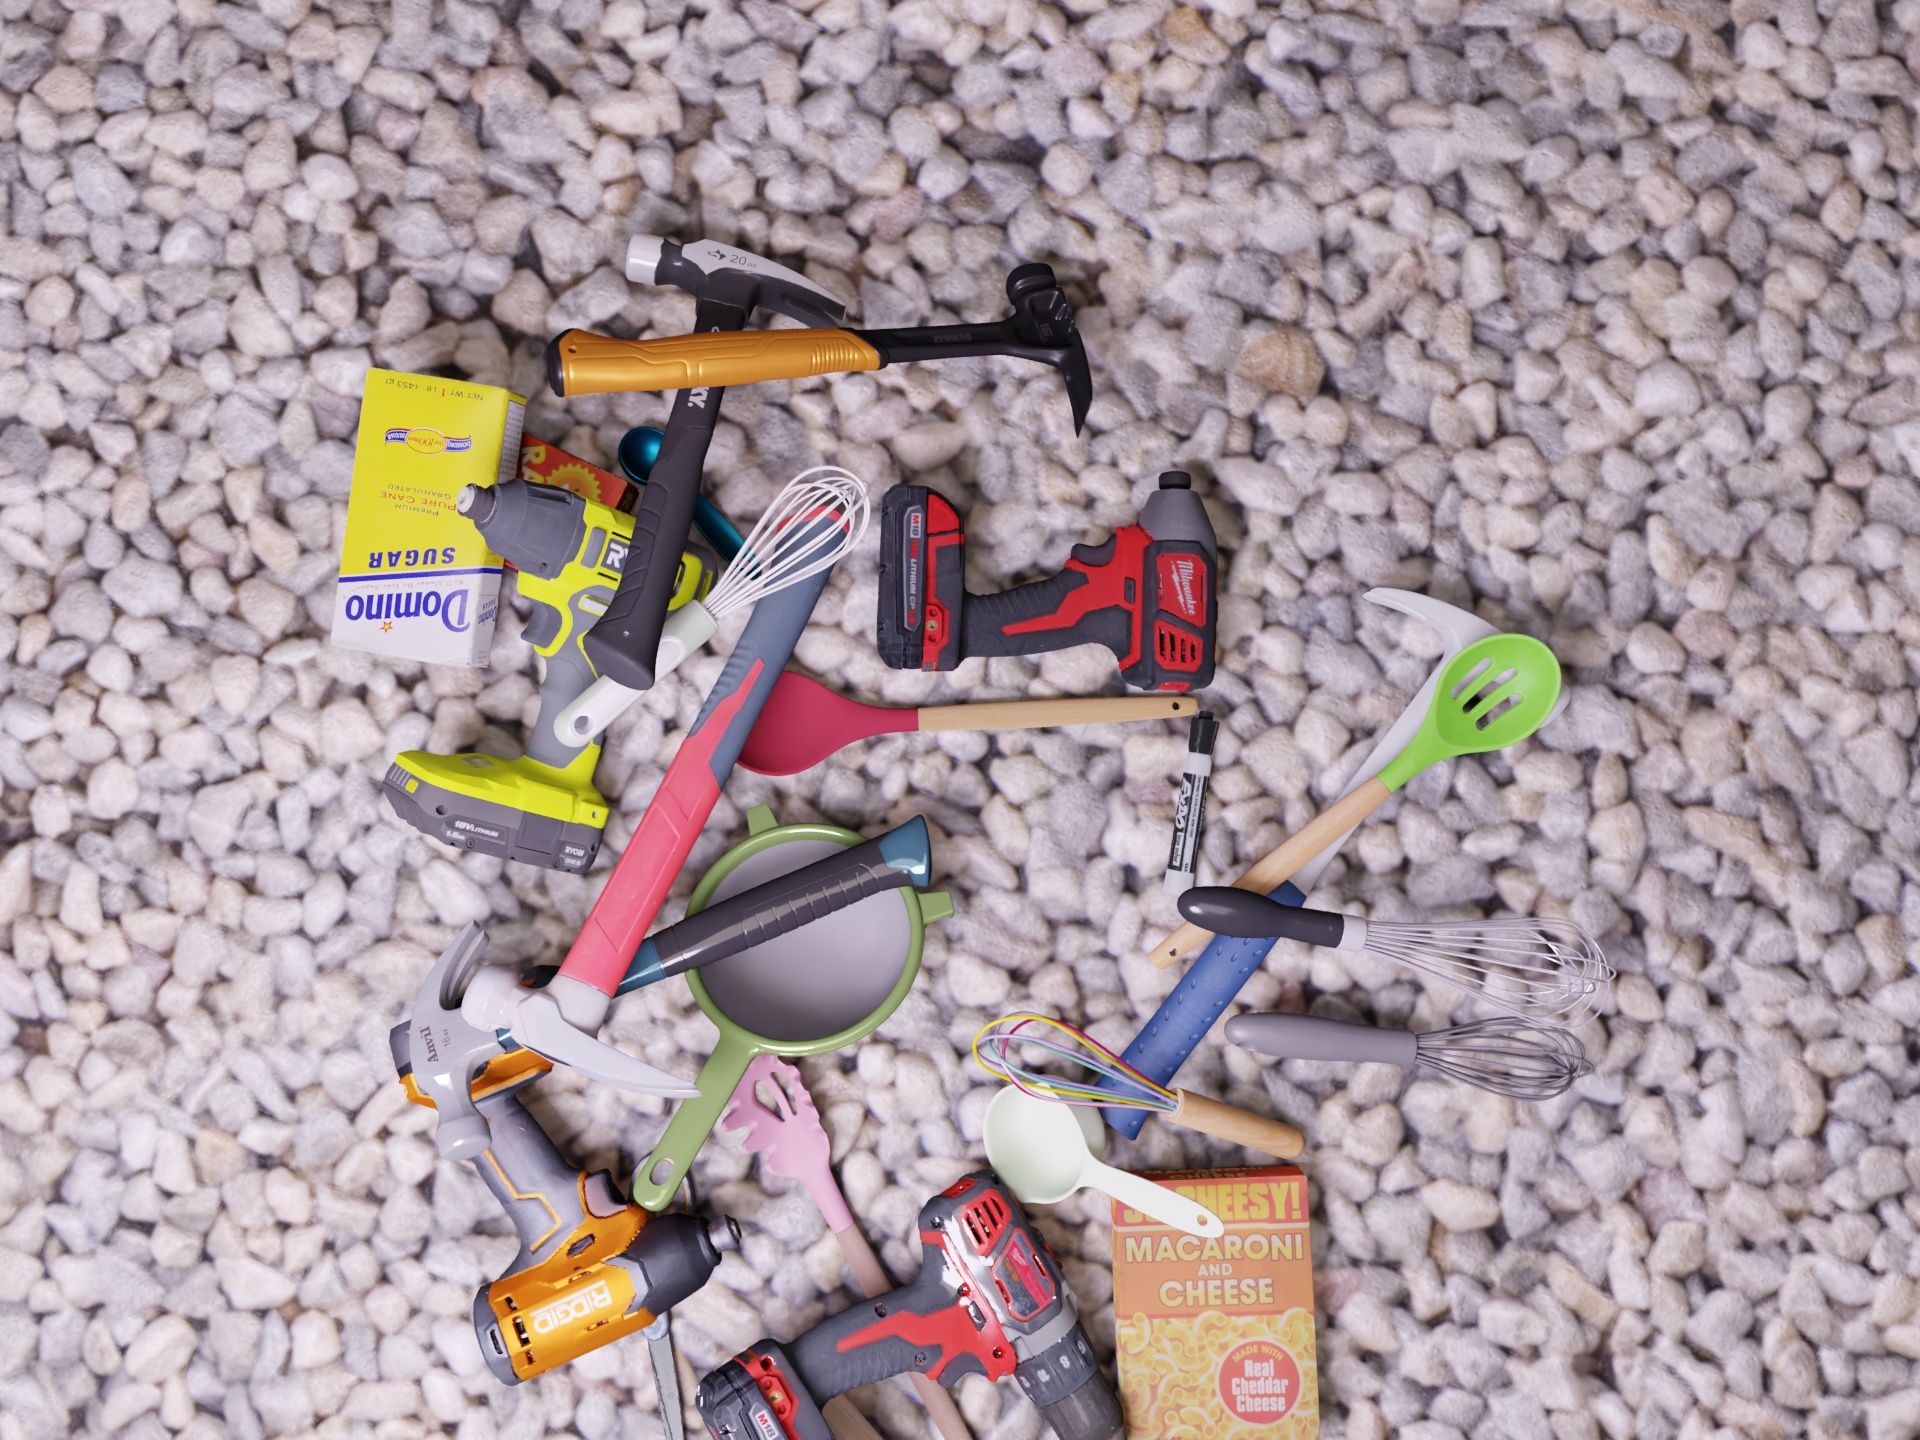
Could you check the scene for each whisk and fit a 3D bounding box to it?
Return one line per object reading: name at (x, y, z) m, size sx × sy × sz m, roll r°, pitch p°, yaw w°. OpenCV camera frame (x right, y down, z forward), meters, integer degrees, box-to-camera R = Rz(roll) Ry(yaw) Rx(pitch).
whisk at (0.115, 0.227, 0.973) m, size 0.244 × 0.051 × 0.047 m, roll 23°, pitch 90°, yaw -23°
whisk at (0.282, 0.206, 1.001) m, size 0.239 × 0.055 × 0.055 m, roll 7°, pitch 86°, yaw -6°
whisk at (0.271, 0.136, 0.984) m, size 0.284 × 0.070 × 0.070 m, roll 11°, pitch 86°, yaw -7°
whisk at (-0.149, -0.069, 0.971) m, size 0.246 × 0.059 × 0.057 m, roll -42°, pitch 117°, yaw -11°

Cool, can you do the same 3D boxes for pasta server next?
pasta server at (-0.063, 0.349, 1.009) m, size 0.060 × 0.040 × 0.316 m, roll -29°, pitch 87°, yaw 10°

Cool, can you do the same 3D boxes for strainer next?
strainer at (-0.120, 0.187, 0.981) m, size 0.151 × 0.069 × 0.256 m, roll 24°, pitch 67°, yaw 15°

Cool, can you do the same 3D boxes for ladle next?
ladle at (-0.002, -0.003, 1.041) m, size 0.315 × 0.031 × 0.069 m, roll -2°, pitch 89°, yaw -2°

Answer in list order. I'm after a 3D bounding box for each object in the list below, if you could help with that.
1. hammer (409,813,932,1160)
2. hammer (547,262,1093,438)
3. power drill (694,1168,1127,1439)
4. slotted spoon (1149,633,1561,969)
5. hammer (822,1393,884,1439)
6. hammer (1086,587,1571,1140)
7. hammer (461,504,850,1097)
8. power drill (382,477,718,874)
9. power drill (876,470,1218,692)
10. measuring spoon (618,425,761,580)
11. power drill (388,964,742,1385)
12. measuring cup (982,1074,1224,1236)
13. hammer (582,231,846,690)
hammer at (-0.167, 0.137, 0.952) m, size 0.331 × 0.033 × 0.128 m, roll -22°, pitch 64°, yaw -9°
hammer at (-0.084, -0.223, 0.990) m, size 0.336 × 0.034 × 0.127 m, roll -7°, pitch 62°, yaw -16°
power drill at (-0.021, 0.404, 0.948) m, size 0.226 × 0.080 × 0.188 m, roll -29°, pitch 84°, yaw -23°
slotted spoon at (0.244, 0.055, 0.999) m, size 0.314 × 0.031 × 0.070 m, roll -38°, pitch 95°, yaw -1°
hammer at (0.043, 0.554, 0.983) m, size 0.410 × 0.038 × 0.146 m, roll 35°, pitch 90°, yaw 1°
hammer at (0.215, 0.093, 1.028) m, size 0.144 × 0.035 × 0.405 m, roll 39°, pitch 87°, yaw 3°
hammer at (-0.143, 0.033, 0.964) m, size 0.143 × 0.038 × 0.386 m, roll 20°, pitch 65°, yaw 10°
power drill at (-0.261, -0.030, 0.983) m, size 0.080 × 0.171 × 0.223 m, roll 18°, pitch 88°, yaw 46°
power drill at (0.057, -0.094, 1.025) m, size 0.219 × 0.078 × 0.143 m, roll 3°, pitch 86°, yaw -2°
measuring spoon at (-0.180, -0.139, 1.058) m, size 0.128 × 0.021 × 0.042 m, roll 49°, pitch 58°, yaw -5°
power drill at (-0.243, 0.270, 0.984) m, size 0.164 × 0.084 × 0.226 m, roll -23°, pitch 80°, yaw -3°
measuring cup at (0.092, 0.273, 0.979) m, size 0.168 × 0.038 × 0.083 m, roll 18°, pitch 106°, yaw 30°
hammer at (-0.165, -0.164, 0.977) m, size 0.146 × 0.035 × 0.335 m, roll 12°, pitch 59°, yaw -6°
